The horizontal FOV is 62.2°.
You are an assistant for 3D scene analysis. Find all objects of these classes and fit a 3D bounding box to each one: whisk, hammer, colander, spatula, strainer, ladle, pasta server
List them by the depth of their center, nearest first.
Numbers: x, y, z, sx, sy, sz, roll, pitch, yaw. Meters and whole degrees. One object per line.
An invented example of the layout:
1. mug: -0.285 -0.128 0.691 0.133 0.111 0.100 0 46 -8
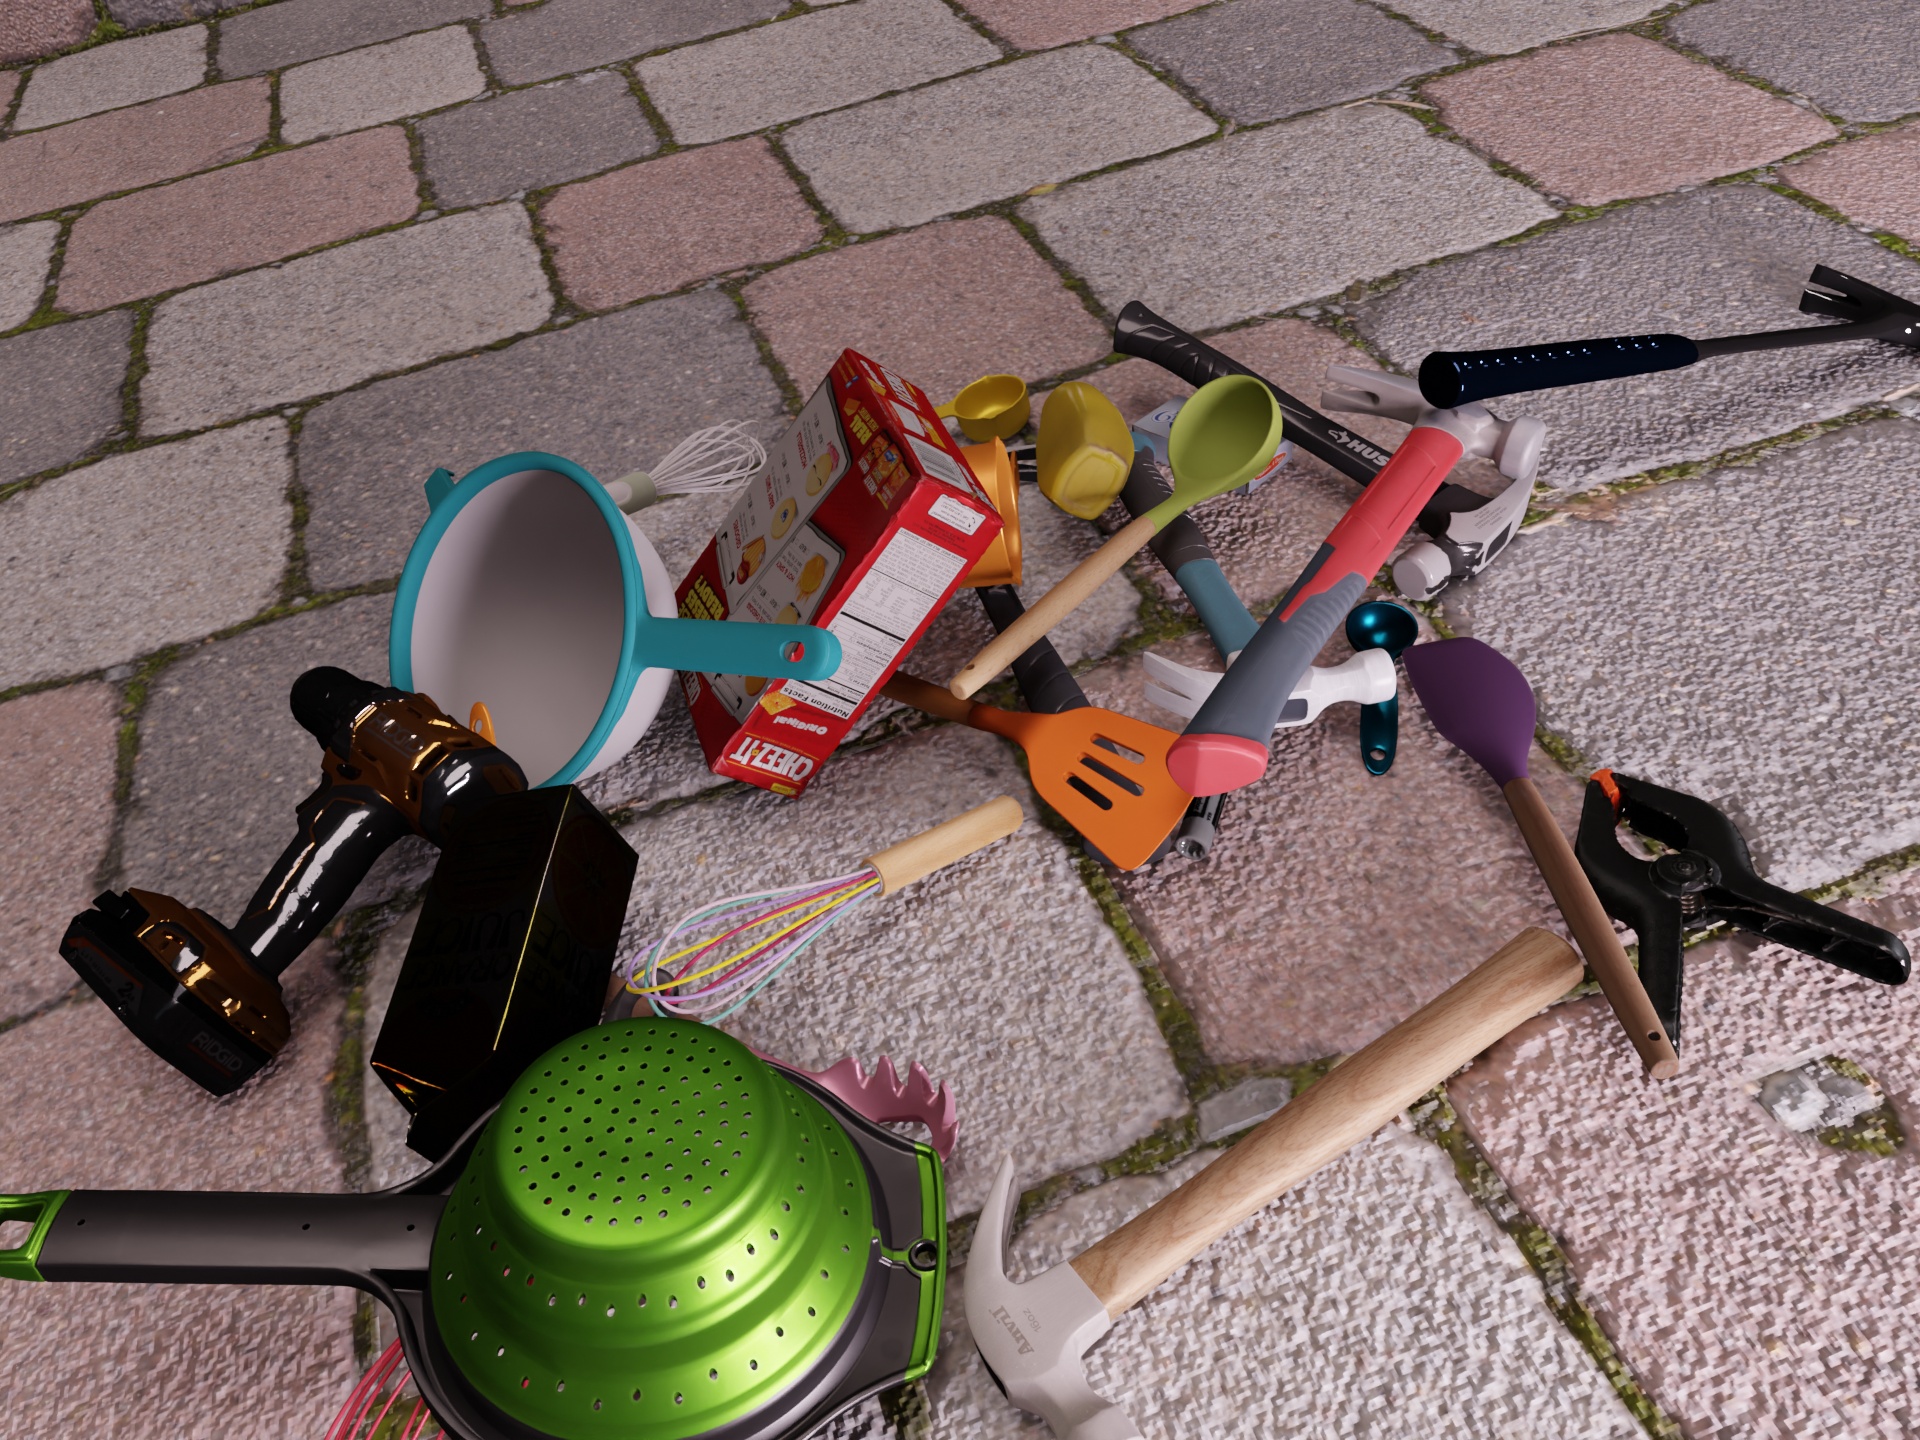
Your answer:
1. colander: -0.204 0.184 0.623 0.397 0.094 0.205 1 40 0
2. whisk: -0.188 0.227 0.688 0.073 0.073 0.296 5 45 18
3. hammer: 0.145 0.184 0.698 0.331 0.031 0.130 -29 45 -20
4. pasta server: -0.130 0.154 0.786 0.316 0.040 0.060 19 61 31
5. spatula: 0.289 0.050 0.794 0.060 0.018 0.316 -10 38 4
6. whisk: -0.059 0.090 0.808 0.245 0.047 0.051 -23 72 -35
7. hammer: 0.203 -0.092 0.904 0.143 0.038 0.386 23 48 23
8. spatula: -0.001 -0.003 0.915 0.323 0.041 0.081 21 70 46
9. strainer: -0.188 -0.044 0.925 0.340 0.211 0.095 5 -2 33
10. ladle: 0.093 -0.114 0.950 0.078 0.062 0.320 10 40 42
11. hammer: 0.040 -0.056 0.987 0.149 0.036 0.409 -17 42 -8
12. hammer: 0.145 -0.099 0.995 0.128 0.033 0.331 -12 37 -6
13. hammer: 0.477 -0.244 1.040 0.405 0.035 0.144 -10 38 -19
14. hammer: 0.231 -0.204 1.076 0.146 0.035 0.335 -33 54 -25
15. whisk: -0.215 -0.163 1.104 0.058 0.059 0.246 41 37 8

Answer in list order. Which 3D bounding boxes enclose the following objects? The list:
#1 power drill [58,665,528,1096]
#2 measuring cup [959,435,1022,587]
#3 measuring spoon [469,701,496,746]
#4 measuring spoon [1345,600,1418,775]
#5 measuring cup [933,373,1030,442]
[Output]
1. power drill: -0.372 0.069 0.874 0.185 0.084 0.226 26 64 35
2. measuring cup: 0.009 -0.142 1.016 0.052 0.095 0.174 -7 23 8
3. measuring spoon: -0.273 0.045 0.907 0.021 0.011 0.117 -16 75 31
4. measuring spoon: 0.240 -0.016 0.916 0.042 0.021 0.129 6 53 10
5. measuring cup: -0.022 -0.216 1.193 0.156 0.029 0.062 -17 40 11
